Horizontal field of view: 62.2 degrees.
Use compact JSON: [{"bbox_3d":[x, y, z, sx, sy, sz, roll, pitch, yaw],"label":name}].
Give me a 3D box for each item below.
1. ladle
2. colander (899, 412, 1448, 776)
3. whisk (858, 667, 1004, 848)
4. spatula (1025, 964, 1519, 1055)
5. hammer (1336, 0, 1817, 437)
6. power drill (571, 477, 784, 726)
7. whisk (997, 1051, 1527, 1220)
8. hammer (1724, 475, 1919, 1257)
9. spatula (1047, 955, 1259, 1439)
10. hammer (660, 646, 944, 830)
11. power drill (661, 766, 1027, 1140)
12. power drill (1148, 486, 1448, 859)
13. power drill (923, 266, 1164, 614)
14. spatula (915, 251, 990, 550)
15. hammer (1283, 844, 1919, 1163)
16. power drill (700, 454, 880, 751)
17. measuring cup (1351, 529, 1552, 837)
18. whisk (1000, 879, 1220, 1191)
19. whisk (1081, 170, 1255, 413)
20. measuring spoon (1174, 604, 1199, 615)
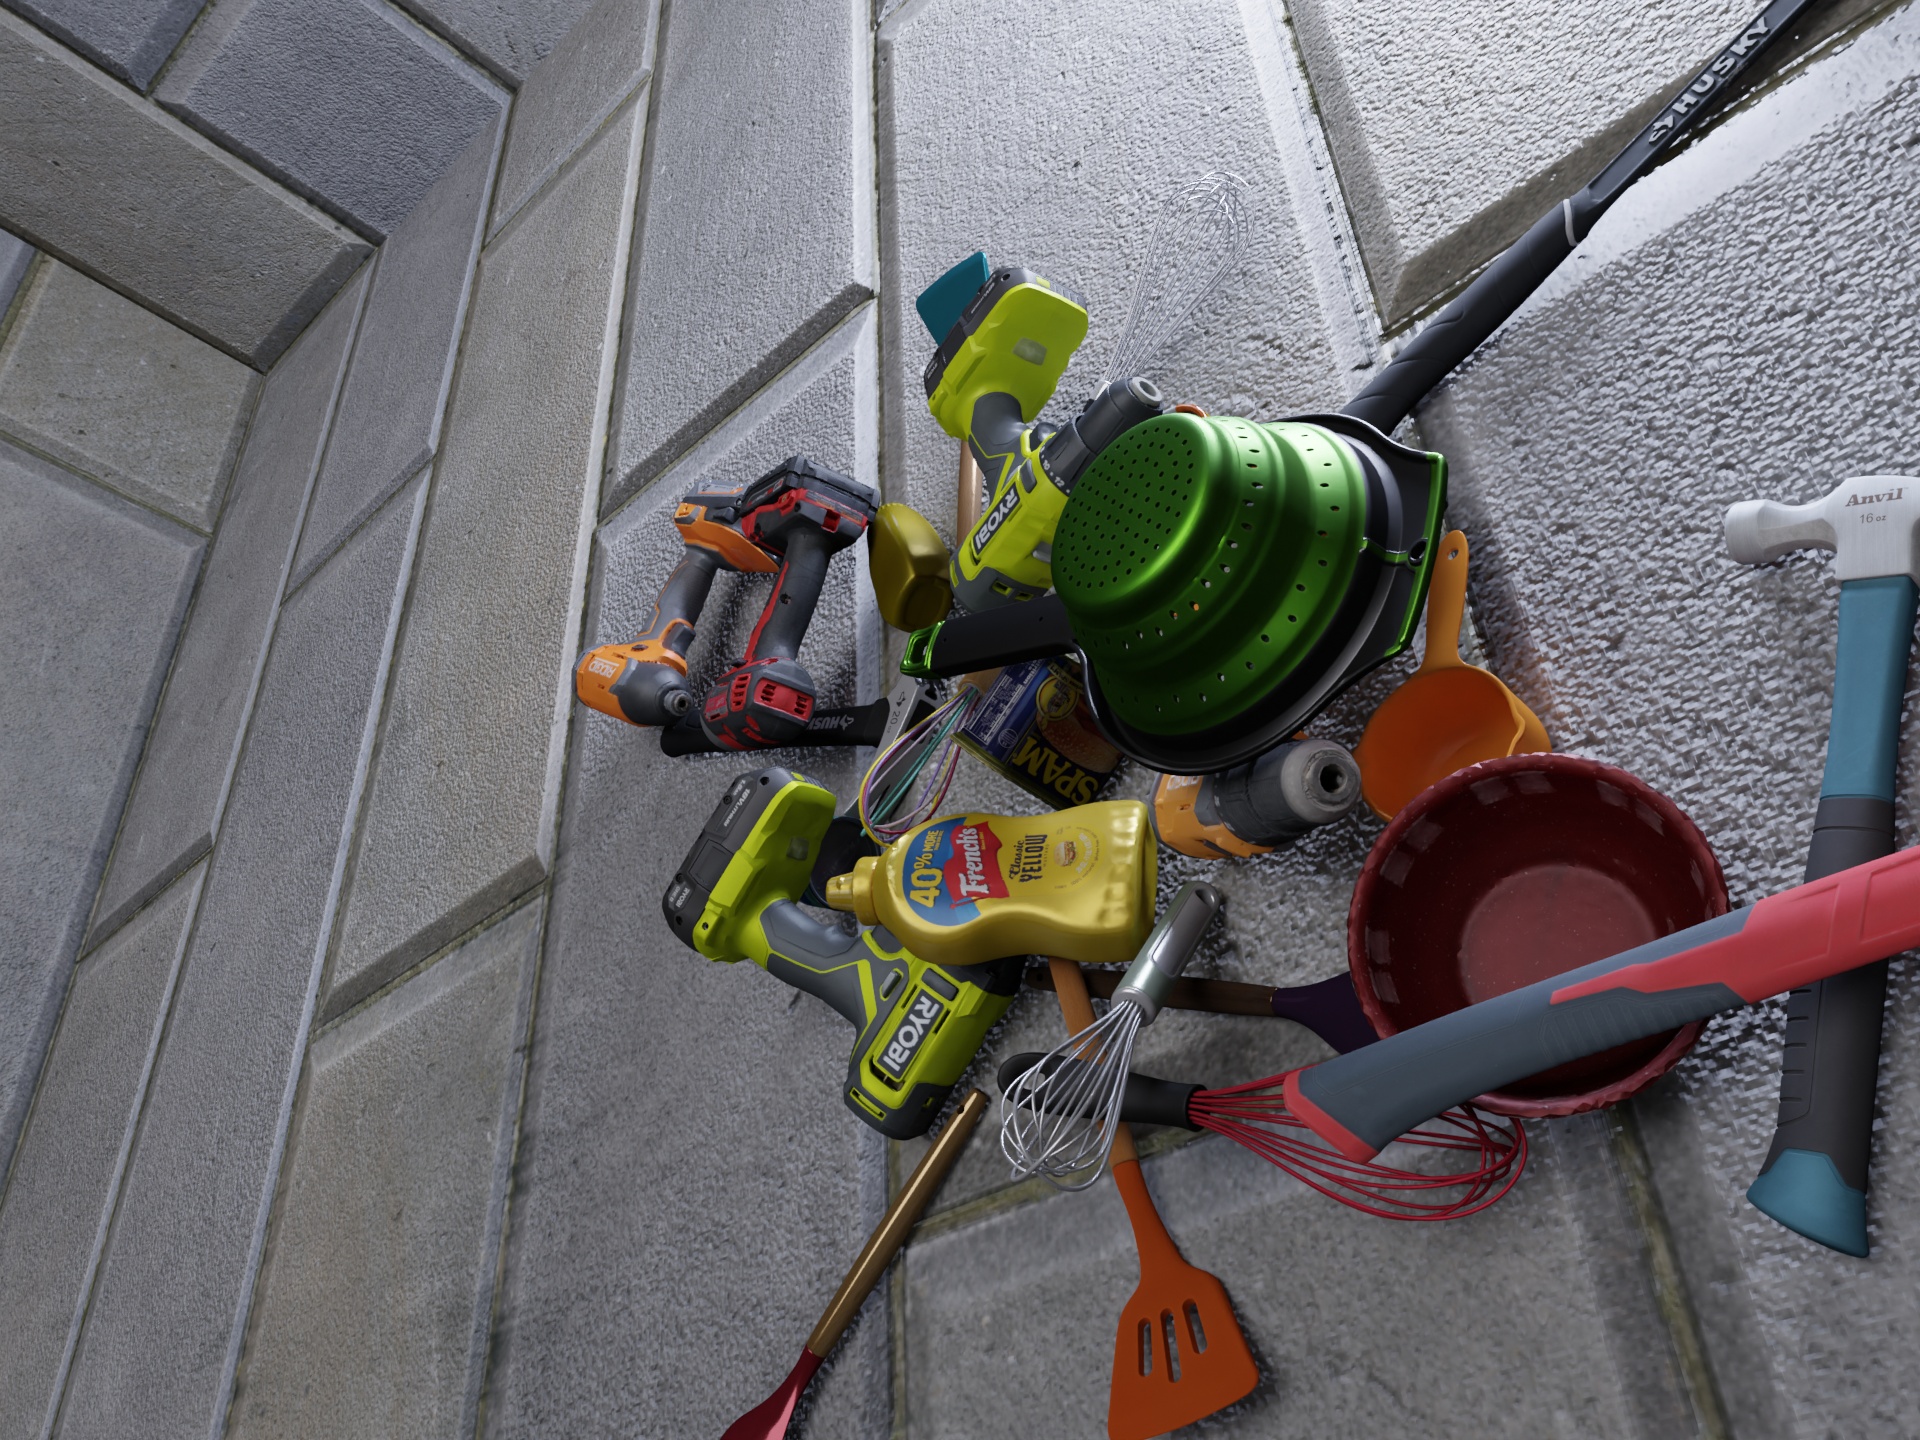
[{"bbox_3d":[-0.071,0.356,0.953,0.315,0.031,0.069,-58,36,0],"label":"ladle"},{"bbox_3d":[0.062,-0.075,0.848,0.397,0.094,0.205,-9,58,52],"label":"colander"},{"bbox_3d":[-0.001,-0.002,1.030,0.245,0.047,0.051,-53,-7,-43],"label":"whisk"},{"bbox_3d":[0.148,0.150,0.843,0.316,0.018,0.060,-3,74,48],"label":"spatula"},{"bbox_3d":[0.356,-0.298,0.893,0.409,0.036,0.149,-45,38,19],"label":"hammer"},{"bbox_3d":[-0.232,-0.095,1.375,0.164,0.084,0.226,17,72,52],"label":"power drill"},{"bbox_3d":[0.132,0.191,0.775,0.296,0.073,0.073,-3,64,43],"label":"whisk"},{"bbox_3d":[0.364,0.048,0.651,0.128,0.033,0.331,-5,63,49],"label":"hammer"},{"bbox_3d":[0.078,0.213,0.849,0.081,0.041,0.323,-30,50,16],"label":"spatula"},{"bbox_3d":[-0.139,0.012,1.255,0.335,0.035,0.146,-3,63,48],"label":"hammer"},{"bbox_3d":[-0.067,0.131,1.008,0.223,0.080,0.171,33,93,27],"label":"power drill"},{"bbox_3d":[0.180,-0.035,0.834,0.185,0.084,0.226,151,142,-77],"label":"power drill"},{"bbox_3d":[0.052,-0.202,1.074,0.190,0.080,0.229,-50,36,35],"label":"power drill"},{"bbox_3d":[0.000,-0.228,1.249,0.082,0.044,0.318,-26,49,38],"label":"spatula"},{"bbox_3d":[0.303,0.077,0.622,0.386,0.038,0.143,-26,56,23],"label":"hammer"},{"bbox_3d":[-0.143,-0.081,1.229,0.143,0.078,0.220,-16,57,59],"label":"power drill"},{"bbox_3d":[0.255,-0.014,0.805,0.095,0.052,0.174,-16,50,44],"label":"measuring cup"},{"bbox_3d":[0.084,0.148,0.799,0.059,0.058,0.246,-51,-4,38],"label":"whisk"},{"bbox_3d":[0.120,-0.258,1.126,0.284,0.070,0.070,-60,37,7],"label":"whisk"},{"bbox_3d":[0.150,-0.076,0.999,0.117,0.011,0.021,1,67,49],"label":"measuring spoon"}]
